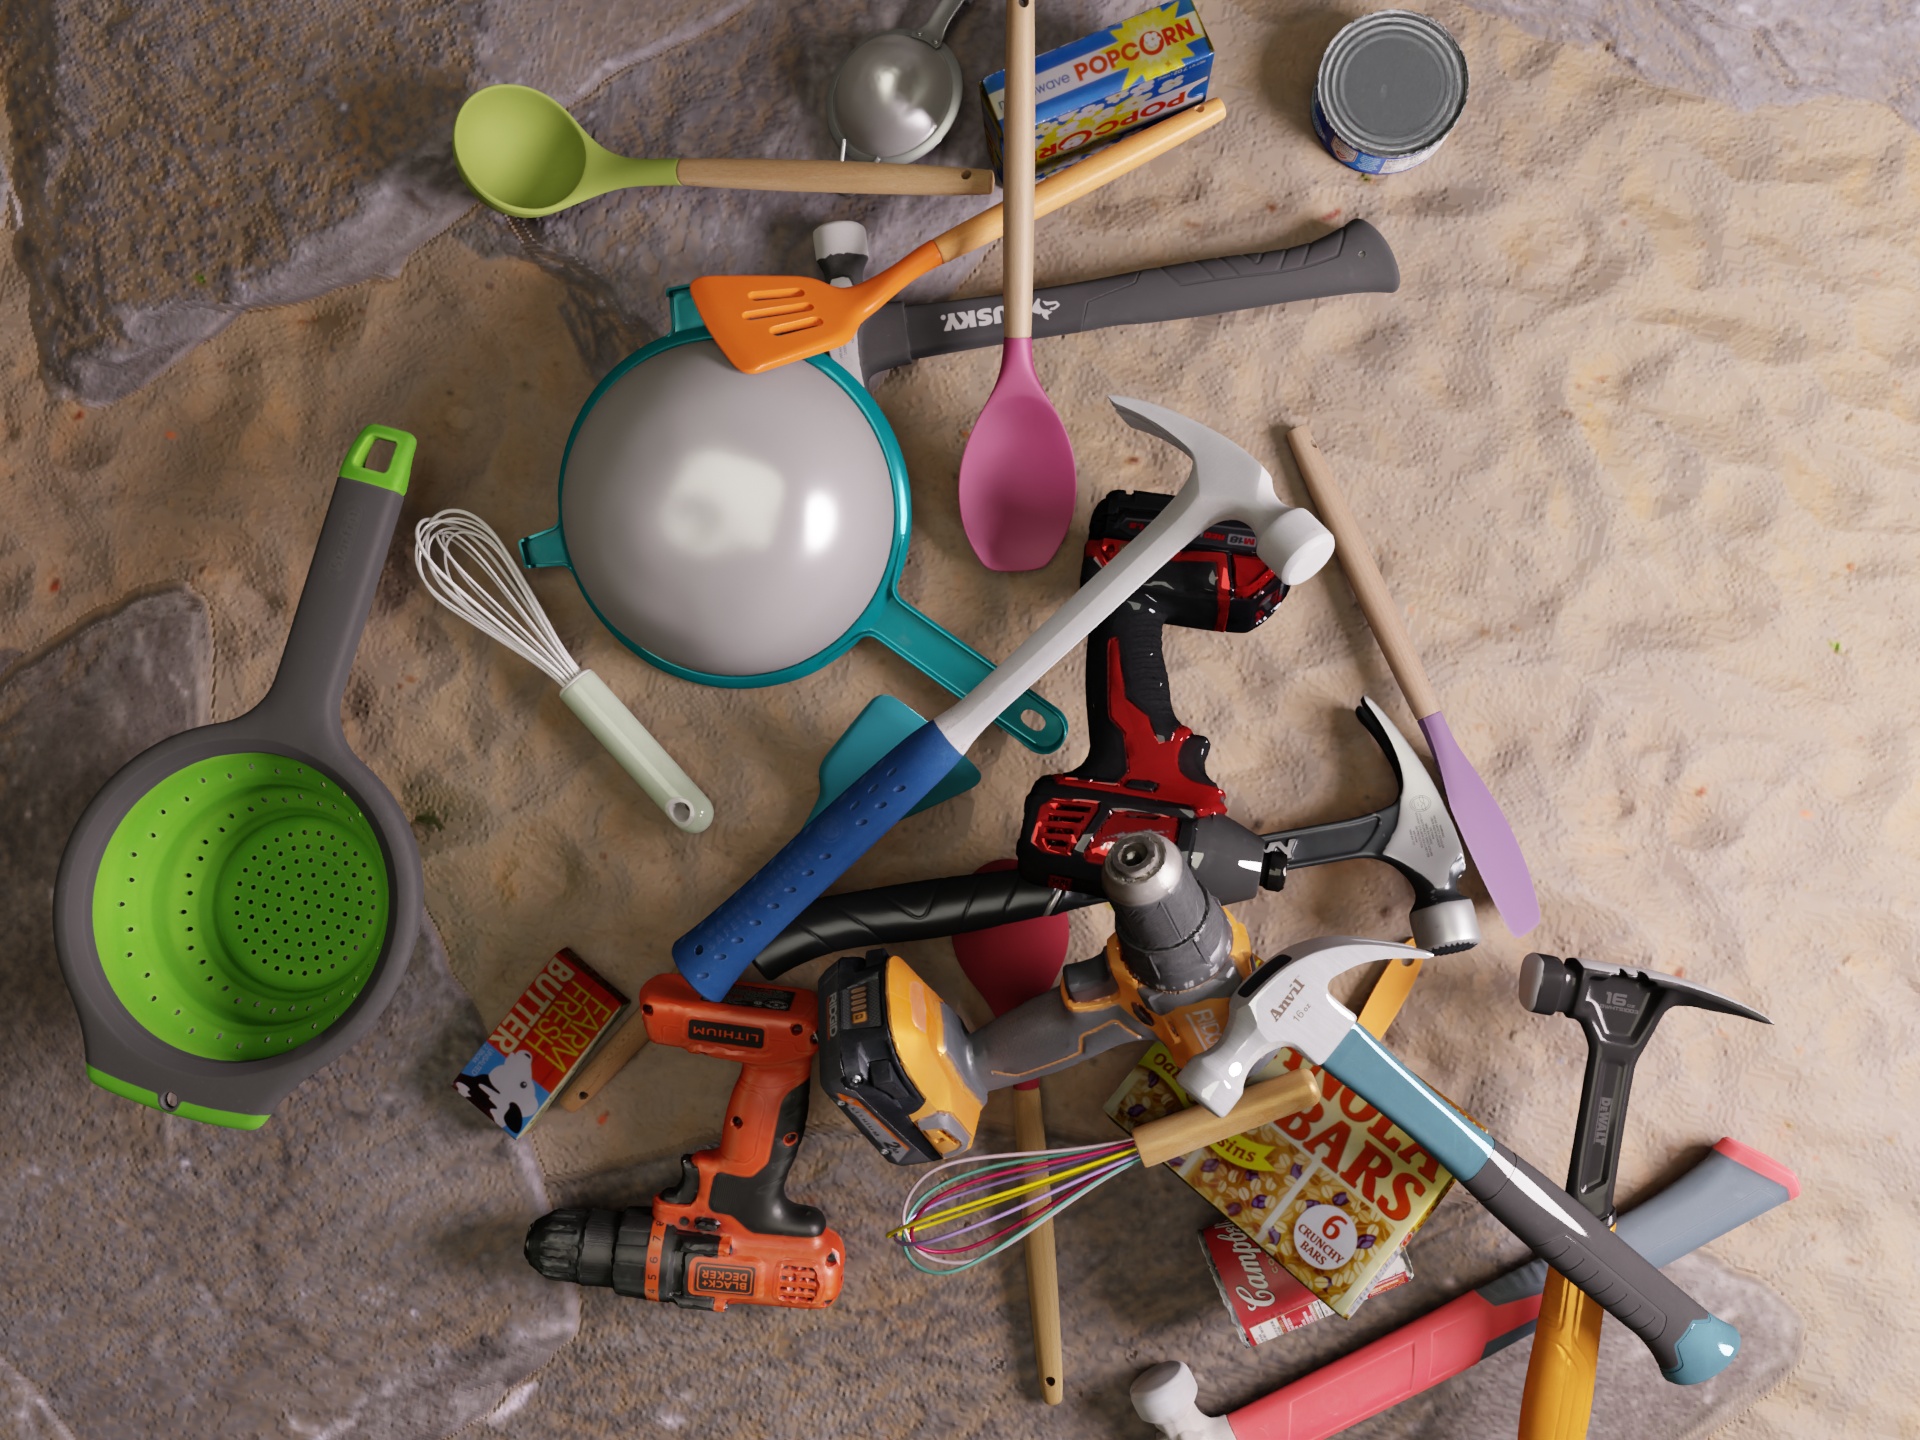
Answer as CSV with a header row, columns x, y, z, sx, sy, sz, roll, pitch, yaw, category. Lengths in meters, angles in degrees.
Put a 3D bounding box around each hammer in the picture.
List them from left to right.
x,y,z,sx,sy,sz,roll,pitch,yaw,category
-0.001,-0.003,0.844,0.405,0.035,0.144,-43,63,8,hammer
0.073,0.087,0.895,0.409,0.036,0.149,-9,72,1,hammer
0.086,-0.238,0.927,0.335,0.035,0.146,-8,87,3,hammer
0.298,0.355,0.898,0.386,0.038,0.143,-28,88,2,hammer
0.267,0.230,0.801,0.331,0.033,0.128,40,84,-10,hammer
0.341,0.300,0.859,0.127,0.034,0.337,10,92,3,hammer

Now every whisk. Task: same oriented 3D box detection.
x,y,z,sx,sy,sz,roll,pitch,yaw,category
-0.232,-0.028,0.937,0.058,0.059,0.246,-41,92,21,whisk
0.074,0.237,0.847,0.245,0.051,0.047,-21,131,4,whisk

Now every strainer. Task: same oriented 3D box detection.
x,y,z,sx,sy,sz,roll,pitch,yaw,category
-0.086,-0.078,0.885,0.340,0.095,0.211,35,104,1,strainer
-0.005,-0.427,0.937,0.087,0.050,0.258,33,87,18,strainer

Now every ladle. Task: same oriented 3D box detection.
x,y,z,sx,sy,sz,roll,pitch,yaw,category
-0.139,-0.319,0.907,0.320,0.062,0.078,7,78,14,ladle
0.039,0.239,0.923,0.069,0.031,0.315,-5,90,5,ladle

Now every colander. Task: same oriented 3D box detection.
x,y,z,sx,sy,sz,roll,pitch,yaw,category
-0.375,0.027,0.922,0.204,0.094,0.397,15,85,4,colander

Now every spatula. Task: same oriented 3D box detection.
x,y,z,sx,sy,sz,roll,pitch,yaw,category
-0.124,0.116,0.926,0.082,0.044,0.317,41,93,-23,spatula
0.007,-0.281,0.895,0.322,0.041,0.081,-28,62,-4,spatula
0.258,-0.027,0.911,0.018,0.059,0.316,-29,81,40,spatula

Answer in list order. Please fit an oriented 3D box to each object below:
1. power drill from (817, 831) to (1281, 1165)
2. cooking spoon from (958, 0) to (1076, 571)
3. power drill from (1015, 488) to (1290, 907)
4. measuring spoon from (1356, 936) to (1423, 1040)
x,y,z,sx,sy,sz,roll,pitch,yaw,category
0.040,0.143,0.822,0.226,0.185,0.084,-17,46,12,power drill
0.032,-0.239,0.881,0.068,0.017,0.318,-2,109,-7,cooking spoon
0.118,-0.006,0.868,0.143,0.078,0.220,9,75,10,power drill
0.236,0.175,0.921,0.021,0.011,0.117,32,87,-14,measuring spoon
